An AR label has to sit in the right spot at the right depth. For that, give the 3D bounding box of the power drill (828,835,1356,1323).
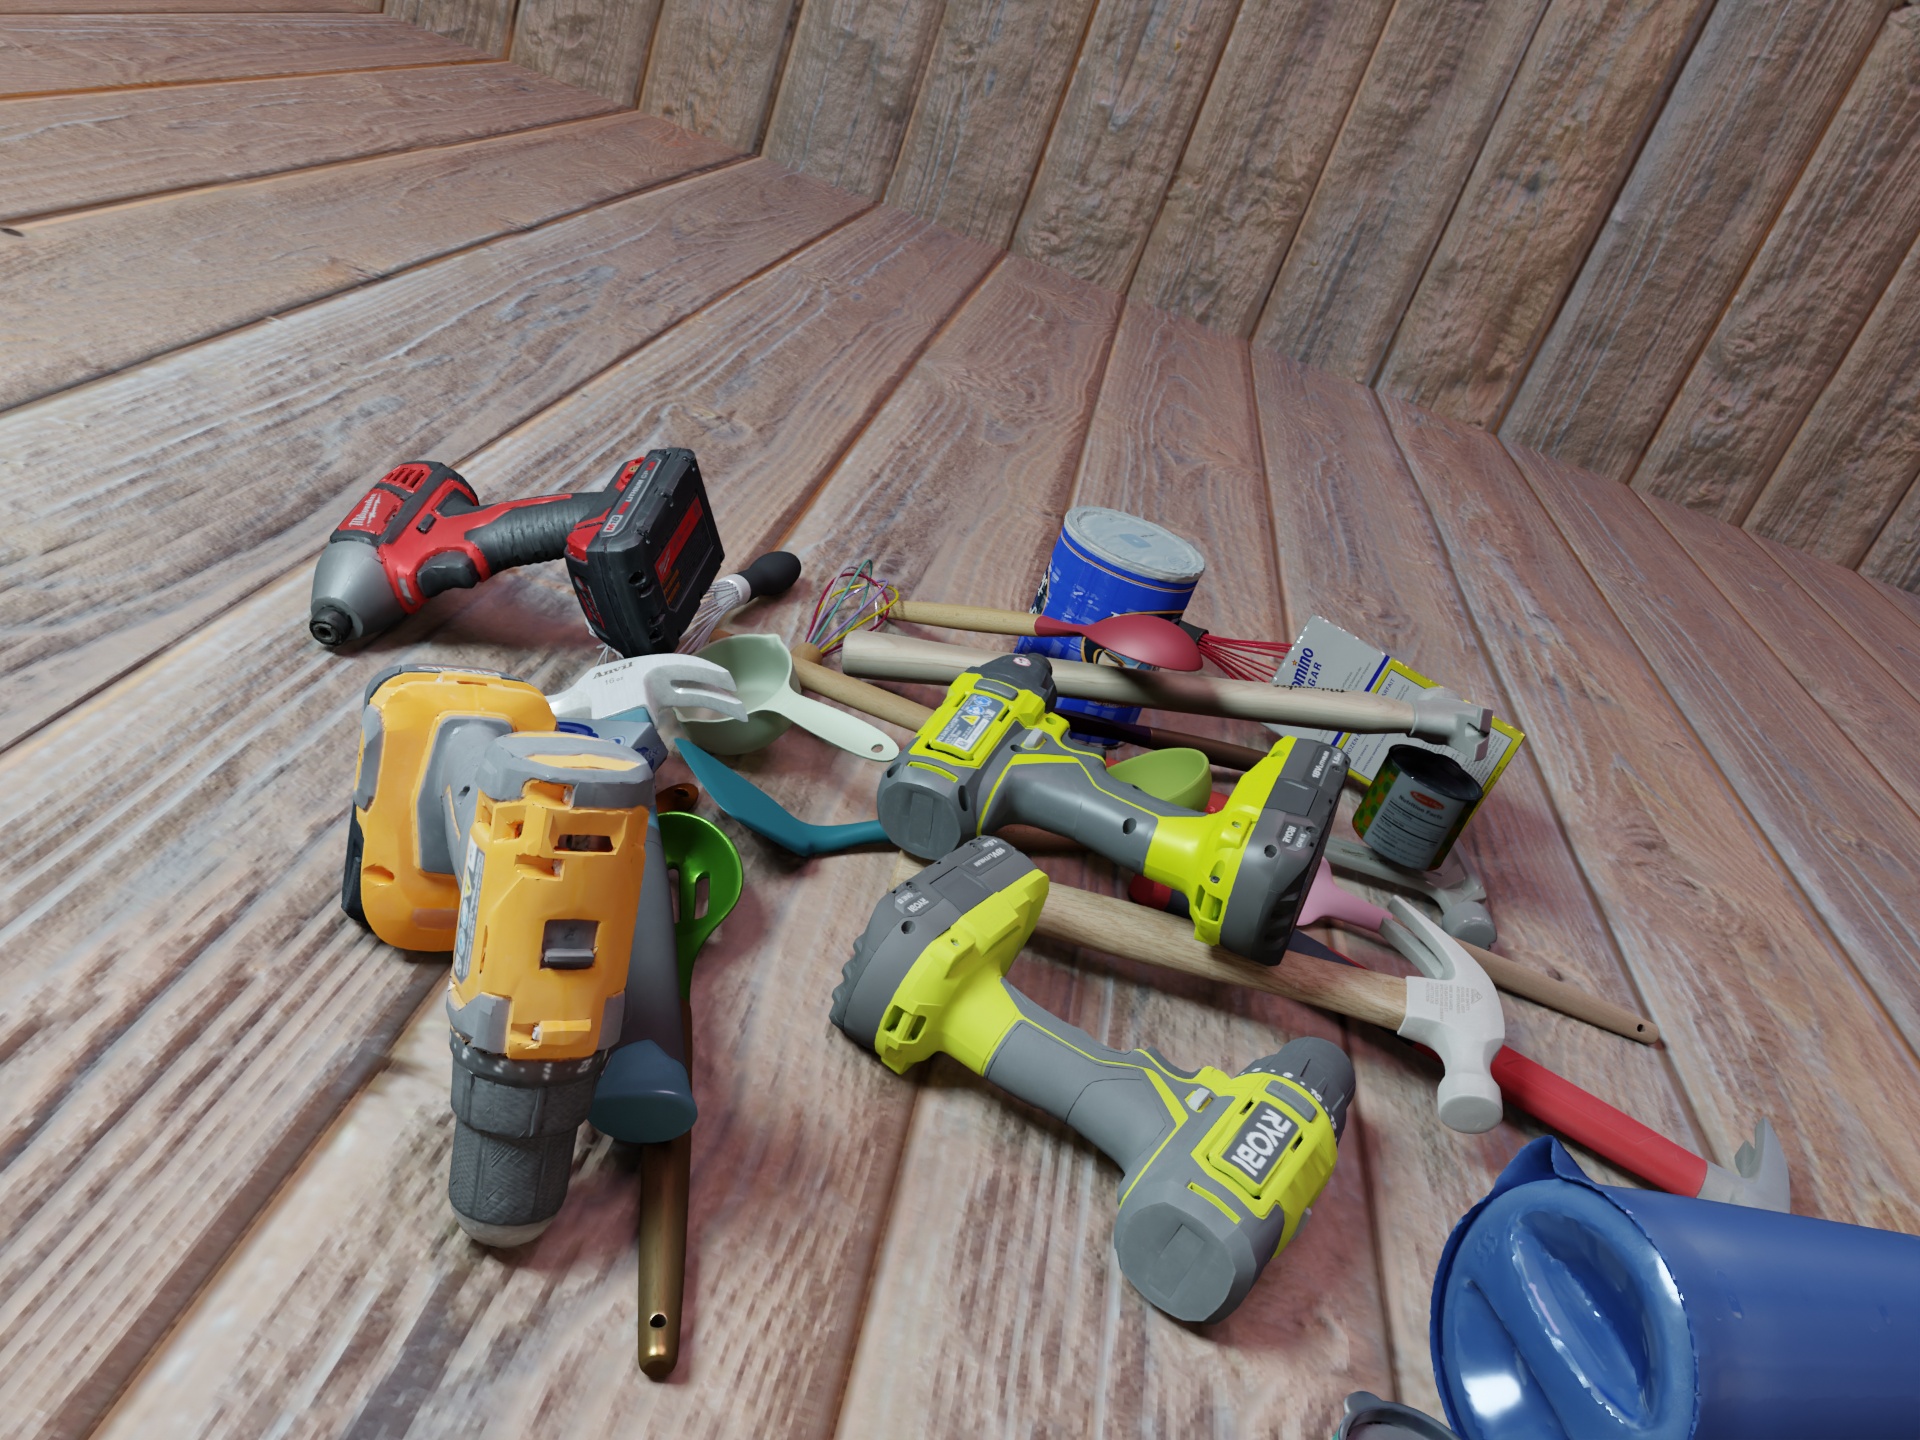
[{"bbox_3d":[0.072,0.154,0.747,0.229,0.080,0.190,34,29,19],"label":"power drill"}]

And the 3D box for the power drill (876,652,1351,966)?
[{"bbox_3d":[0.088,0.035,0.868,0.223,0.080,0.171,19,37,16],"label":"power drill"}]

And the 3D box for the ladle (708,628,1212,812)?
[{"bbox_3d":[-0.002,-0.003,0.970,0.320,0.062,0.078,21,26,3],"label":"ladle"}]

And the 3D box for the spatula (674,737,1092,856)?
[{"bbox_3d":[-0.012,0.056,0.913,0.317,0.044,0.082,5,24,-32],"label":"spatula"}]

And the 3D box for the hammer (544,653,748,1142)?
[{"bbox_3d":[-0.154,0.066,0.741,0.128,0.033,0.331,-19,35,-1],"label":"hammer"}]

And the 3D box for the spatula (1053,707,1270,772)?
[{"bbox_3d":[0.146,0.016,1.104,0.315,0.018,0.060,12,-7,-32],"label":"spatula"}]

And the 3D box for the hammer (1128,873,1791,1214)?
[{"bbox_3d":[0.275,0.173,0.905,0.386,0.038,0.143,29,25,17],"label":"hammer"}]

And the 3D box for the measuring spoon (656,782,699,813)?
[{"bbox_3d":[-0.168,0.053,0.837,0.021,0.011,0.117,26,26,11],"label":"measuring spoon"}]

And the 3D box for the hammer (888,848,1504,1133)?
[{"bbox_3d":[0.125,0.120,0.854,0.331,0.031,0.130,15,40,4],"label":"hammer"}]

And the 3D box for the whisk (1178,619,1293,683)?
[{"bbox_3d":[0.212,-0.055,1.288,0.296,0.073,0.073,26,25,27],"label":"whisk"}]

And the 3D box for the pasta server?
[{"bbox_3d":[0.293,0.138,0.988,0.316,0.060,0.040,23,-6,-3],"label":"pasta server"}]

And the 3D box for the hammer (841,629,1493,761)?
[{"bbox_3d":[0.125,-0.019,1.017,0.410,0.038,0.146,7,6,7],"label":"hammer"}]

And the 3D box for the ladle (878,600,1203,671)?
[{"bbox_3d":[0.039,-0.064,1.068,0.069,0.031,0.316,1,7,-39],"label":"ladle"}]

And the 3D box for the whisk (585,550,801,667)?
[{"bbox_3d":[-0.166,-0.078,1.055,0.070,0.070,0.284,25,20,9],"label":"whisk"}]

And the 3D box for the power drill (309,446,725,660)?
[{"bbox_3d":[-0.260,-0.093,0.909,0.220,0.078,0.143,1,41,15],"label":"power drill"}]

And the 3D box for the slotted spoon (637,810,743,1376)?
[{"bbox_3d":[-0.126,0.141,0.679,0.070,0.031,0.314,-3,32,-7],"label":"slotted spoon"}]

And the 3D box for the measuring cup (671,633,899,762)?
[{"bbox_3d":[-0.096,0.002,0.911,0.168,0.038,0.083,23,55,33],"label":"measuring cup"}]

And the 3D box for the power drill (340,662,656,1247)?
[{"bbox_3d":[-0.188,0.079,0.632,0.084,0.185,0.226,4,11,-31],"label":"power drill"}]

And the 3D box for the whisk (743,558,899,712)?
[{"bbox_3d":[-0.092,-0.052,1.068,0.047,0.051,0.245,28,29,1],"label":"whisk"}]

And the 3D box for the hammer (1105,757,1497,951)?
[{"bbox_3d":[0.176,0.059,1.057,0.359,0.036,0.149,17,26,-8],"label":"hammer"}]
